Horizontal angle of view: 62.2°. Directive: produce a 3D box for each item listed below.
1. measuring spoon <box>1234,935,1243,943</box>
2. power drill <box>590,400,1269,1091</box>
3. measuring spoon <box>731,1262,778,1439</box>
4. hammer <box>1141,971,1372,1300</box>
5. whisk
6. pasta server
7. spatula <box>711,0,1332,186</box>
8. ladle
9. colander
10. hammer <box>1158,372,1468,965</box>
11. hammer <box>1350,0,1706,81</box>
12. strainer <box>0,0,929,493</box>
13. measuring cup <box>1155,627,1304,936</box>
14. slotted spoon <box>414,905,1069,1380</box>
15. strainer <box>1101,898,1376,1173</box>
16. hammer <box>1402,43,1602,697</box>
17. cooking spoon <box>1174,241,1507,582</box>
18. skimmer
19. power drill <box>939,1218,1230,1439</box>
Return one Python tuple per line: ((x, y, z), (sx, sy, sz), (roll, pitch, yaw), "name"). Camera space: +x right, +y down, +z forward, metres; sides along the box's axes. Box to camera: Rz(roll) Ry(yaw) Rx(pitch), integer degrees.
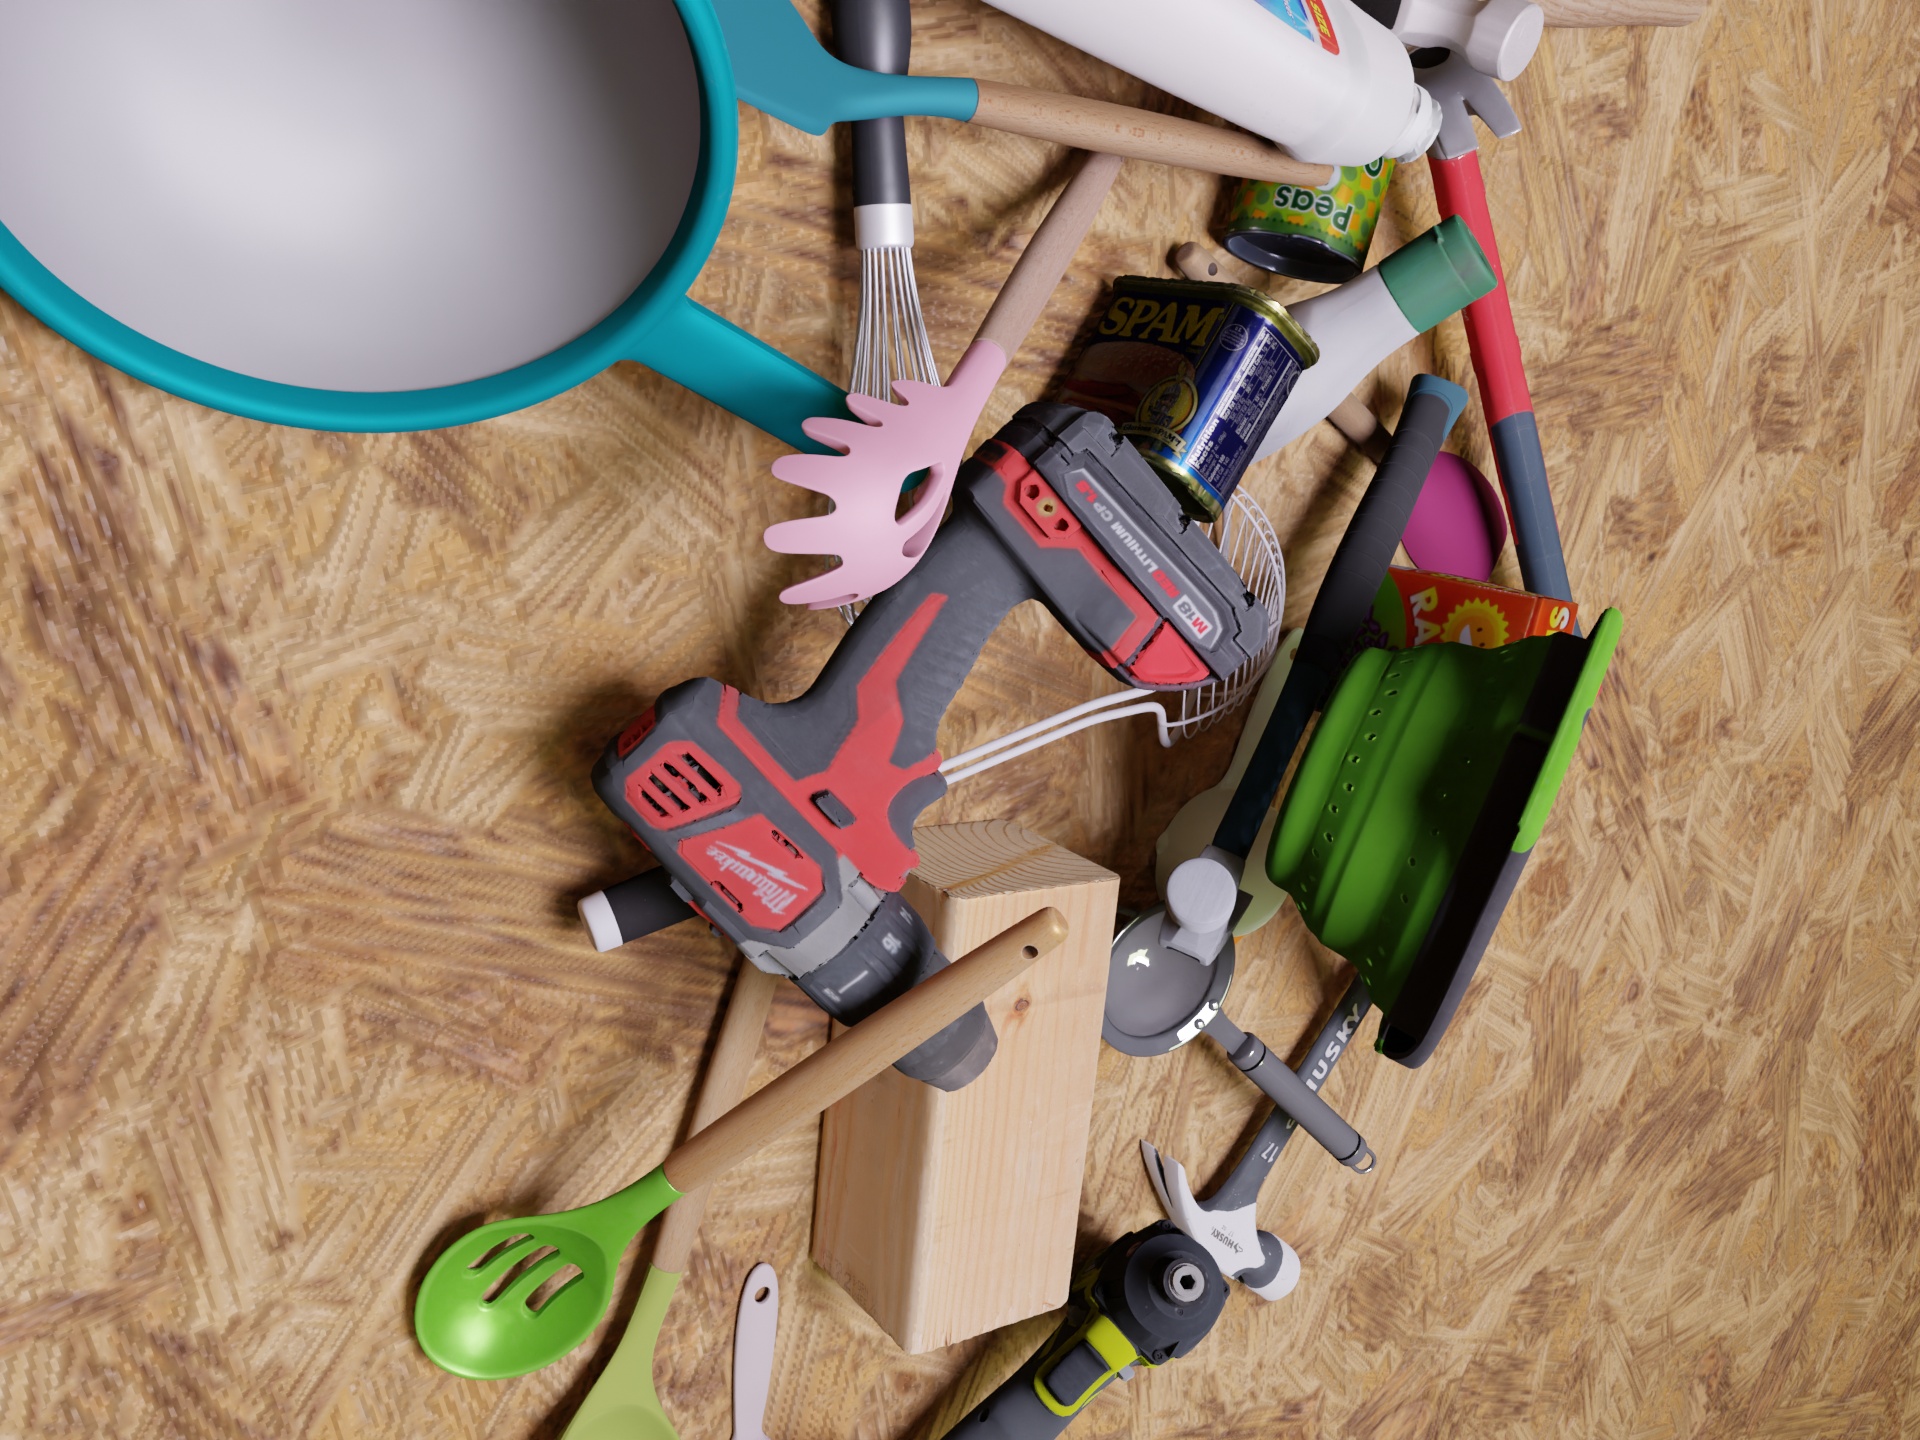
((0.142, 0.121, 0.857), (0.117, 0.011, 0.021), (-41, 124, -20), "measuring spoon")
((0.004, 0.014, 0.589), (0.226, 0.080, 0.187), (-42, 105, 1), "power drill")
((-0.093, 0.308, 0.731), (0.034, 0.018, 0.124), (-3, 105, -36), "measuring spoon")
((0.245, 0.133, 0.926), (0.149, 0.036, 0.409), (43, 76, -36), "hammer")
((-0.028, -0.158, 0.619), (0.070, 0.070, 0.284), (-12, 106, -34), "whisk")
((0.010, -0.147, 0.584), (0.316, 0.040, 0.060), (-65, 153, -43), "pasta server")
((0.030, -0.233, 0.593), (0.317, 0.044, 0.082), (-3, 68, -33), "spatula")
((-0.108, 0.209, 0.667), (0.078, 0.062, 0.320), (18, 90, -47), "ladle")
((0.198, 0.073, 0.744), (0.204, 0.094, 0.396), (-59, 162, -22), "colander")
((0.173, -0.033, 0.762), (0.331, 0.033, 0.128), (-62, 166, -17), "hammer")
((0.282, -0.351, 0.773), (0.331, 0.130, 0.031), (-24, 139, -42), "hammer")
((-0.133, -0.169, 0.493), (0.211, 0.095, 0.340), (-34, 144, 27), "strainer")
((0.157, 0.034, 0.825), (0.083, 0.038, 0.167), (18, 94, -39), "measuring cup")
((-0.085, 0.158, 0.592), (0.313, 0.031, 0.070), (-37, 114, 17), "slotted spoon")
((0.142, 0.168, 0.828), (0.258, 0.050, 0.087), (44, 83, -25), "strainer")
((0.286, -0.149, 0.815), (0.038, 0.143, 0.385), (-18, 124, 13), "hammer")
((0.207, -0.152, 0.821), (0.318, 0.017, 0.069), (30, 85, -40), "cooking spoon")
((-0.001, -0.002, 0.691), (0.363, 0.090, 0.127), (-23, 135, -21), "skimmer")
((0.031, 0.330, 0.752), (0.223, 0.080, 0.171), (-39, 165, -19), "power drill")
